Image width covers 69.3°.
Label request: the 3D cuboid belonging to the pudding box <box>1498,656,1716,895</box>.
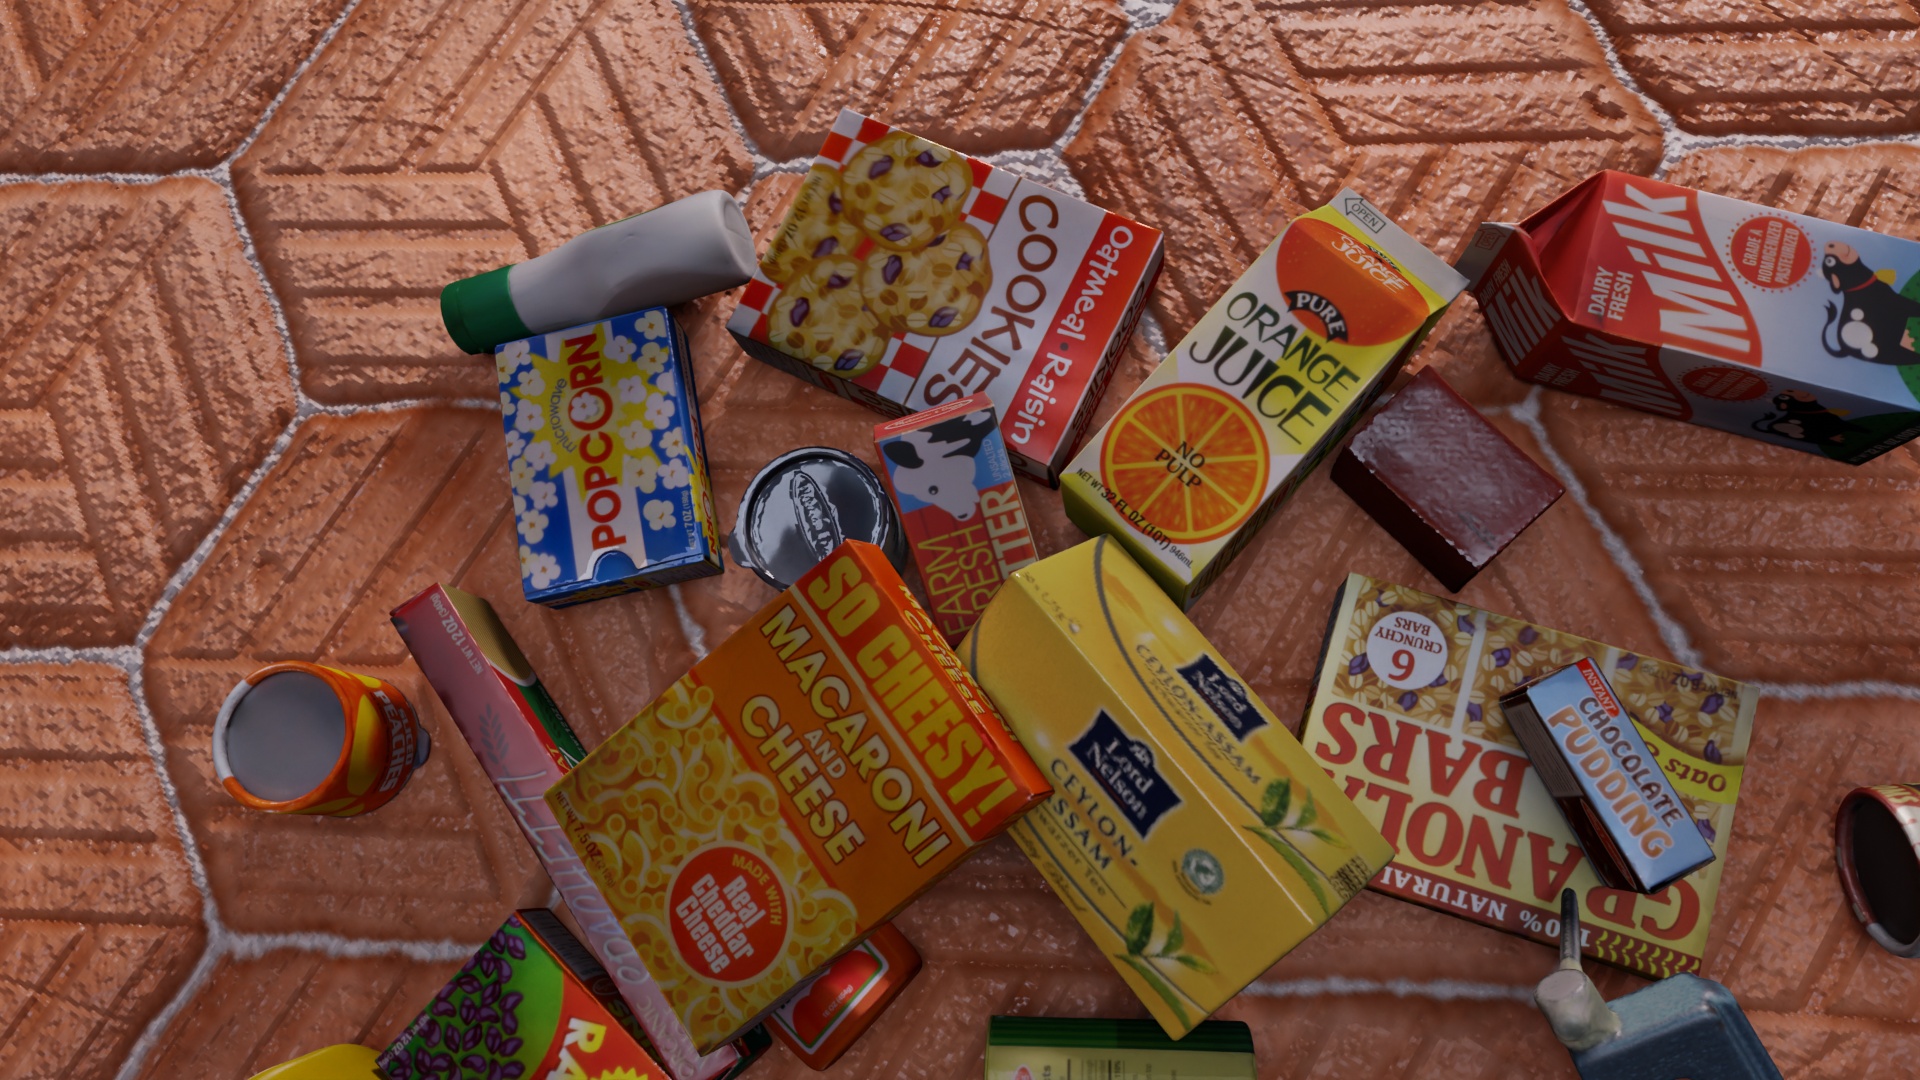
[{"bbox_3d":[0.241,0.089,0.524,0.030,0.049,0.084,-27,75,2],"label":"pudding box"}]

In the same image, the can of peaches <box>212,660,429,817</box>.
[{"bbox_3d":[-0.284,0.089,0.620,0.071,0.058,0.071,-2,77,7],"label":"can of peaches"}]

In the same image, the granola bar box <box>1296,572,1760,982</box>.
[{"bbox_3d":[0.223,0.096,0.572,0.166,0.039,0.124,16,79,10],"label":"granola bar box"}]

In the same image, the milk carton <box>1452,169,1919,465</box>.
[{"bbox_3d":[0.308,-0.098,0.590,0.191,0.072,0.073,16,79,9],"label":"milk carton"}]

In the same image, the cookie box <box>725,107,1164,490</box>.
[{"bbox_3d":[-0.005,-0.114,0.647,0.167,0.040,0.123,24,81,12],"label":"cookie box"}]

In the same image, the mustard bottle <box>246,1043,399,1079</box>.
[{"bbox_3d":[-0.261,0.234,0.531,0.065,0.160,0.049,34,85,14],"label":"mustard bottle"}]

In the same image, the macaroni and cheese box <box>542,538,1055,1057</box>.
[{"bbox_3d":[-0.065,0.098,0.544,0.166,0.040,0.124,-40,75,10],"label":"macaroni and cheese box"}]

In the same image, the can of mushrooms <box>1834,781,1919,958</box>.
[{"bbox_3d":[0.370,0.124,0.535,0.033,0.071,0.071,-7,76,6],"label":"can of mushrooms"}]

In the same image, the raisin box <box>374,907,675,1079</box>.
[{"bbox_3d":[-0.169,0.229,0.584,0.123,0.040,0.086,42,84,13],"label":"raisin box"}]

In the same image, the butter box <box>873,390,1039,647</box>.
[{"bbox_3d":[0.002,-0.008,0.602,0.053,0.024,0.103,-17,110,1],"label":"butter box"}]

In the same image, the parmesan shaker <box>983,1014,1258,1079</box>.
[{"bbox_3d":[0.063,0.225,0.545,0.103,0.071,0.071,-1,77,6],"label":"parmesan shaker"}]

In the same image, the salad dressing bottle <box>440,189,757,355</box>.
[{"bbox_3d":[-0.173,-0.124,0.660,0.147,0.064,0.044,-14,89,11],"label":"salad dressing bottle"}]

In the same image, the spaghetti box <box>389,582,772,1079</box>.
[{"bbox_3d":[-0.165,0.126,0.603,0.029,0.050,0.250,-37,76,-1],"label":"spaghetti box"}]

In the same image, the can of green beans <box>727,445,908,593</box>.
[{"bbox_3d":[-0.060,-0.003,0.617,0.071,0.057,0.071,-1,77,6],"label":"can of green beans"}]

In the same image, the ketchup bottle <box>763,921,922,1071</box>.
[{"bbox_3d":[-0.088,0.149,0.592,0.149,0.043,0.064,43,91,14],"label":"ketchup bottle"}]

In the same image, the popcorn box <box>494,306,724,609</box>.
[{"bbox_3d":[-0.164,-0.038,0.648,0.085,0.038,0.127,-12,75,2],"label":"popcorn box"}]

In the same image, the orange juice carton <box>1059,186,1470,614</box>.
[{"bbox_3d":[0.133,-0.066,0.603,0.072,0.073,0.193,41,84,14],"label":"orange juice carton"}]
